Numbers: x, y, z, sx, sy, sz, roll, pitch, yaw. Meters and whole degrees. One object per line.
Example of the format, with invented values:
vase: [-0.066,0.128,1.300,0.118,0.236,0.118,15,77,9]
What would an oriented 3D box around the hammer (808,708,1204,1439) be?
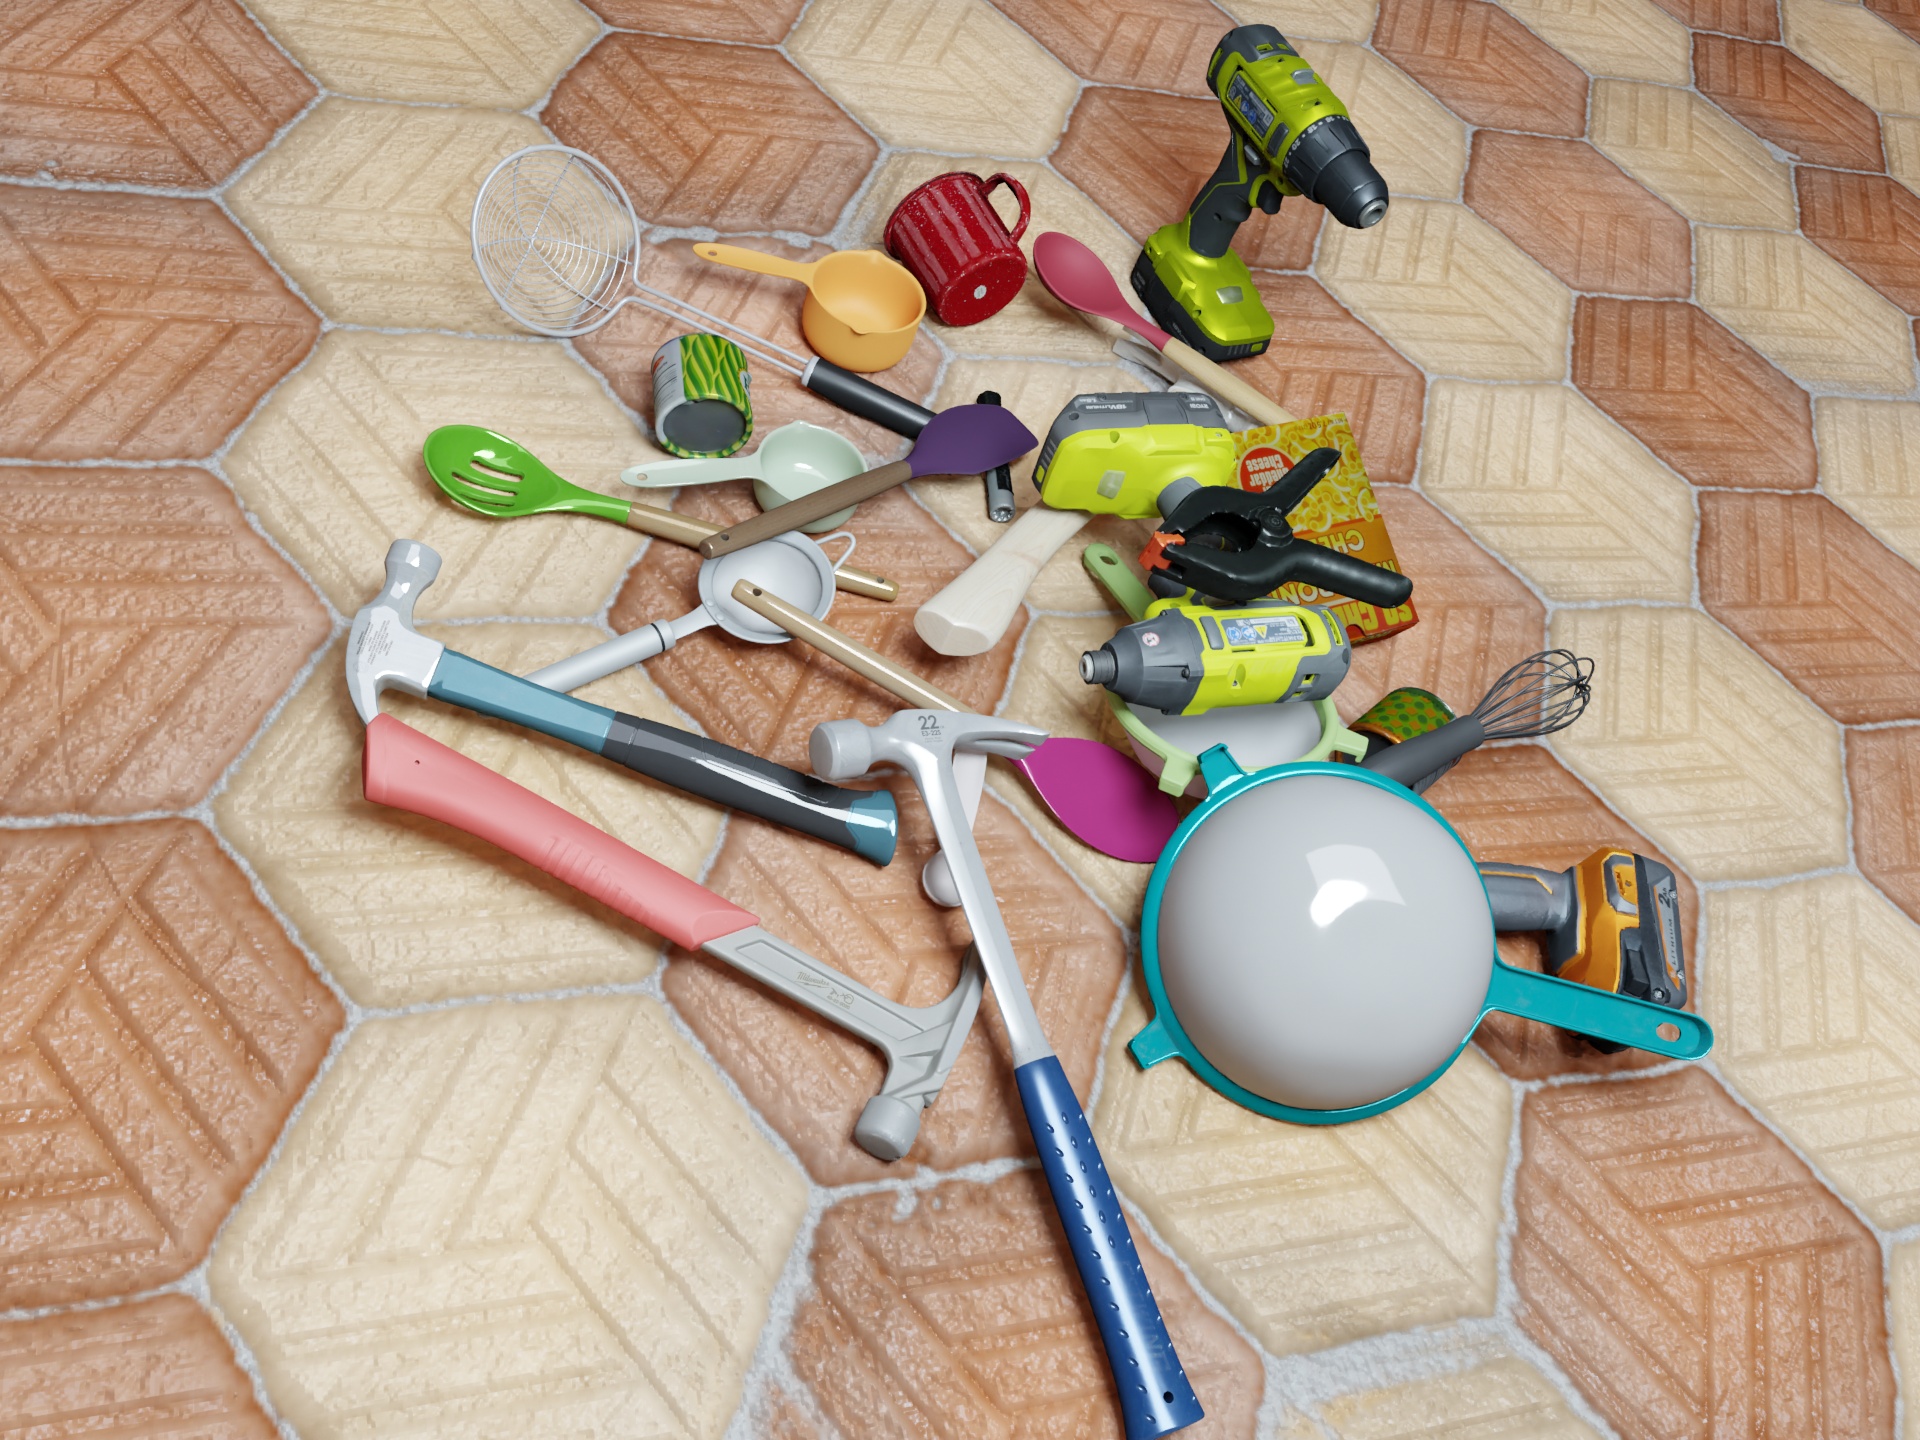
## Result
hammer: [0.042,0.174,0.863,0.144,0.035,0.406,-7,66,-31]

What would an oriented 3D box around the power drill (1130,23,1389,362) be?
power drill: [0.232,-0.392,1.241,0.080,0.228,0.191,-15,62,-28]

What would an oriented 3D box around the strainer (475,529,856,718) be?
strainer: [-0.178,-0.056,0.981,0.258,0.050,0.087,-26,70,-26]

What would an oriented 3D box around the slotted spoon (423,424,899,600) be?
slotted spoon: [-0.191,-0.126,1.035,0.313,0.031,0.070,16,49,-10]

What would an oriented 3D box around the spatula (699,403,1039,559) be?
spatula: [-0.056,-0.162,1.066,0.060,0.018,0.316,46,45,13]

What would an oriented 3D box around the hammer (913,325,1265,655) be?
hammer: [0.084,-0.168,1.131,0.146,0.038,0.411,37,47,10]

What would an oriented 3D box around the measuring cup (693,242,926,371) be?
measuring cup: [-0.115,-0.310,1.178,0.173,0.052,0.095,13,53,-8]

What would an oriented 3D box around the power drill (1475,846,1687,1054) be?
power drill: [0.329,0.133,0.998,0.226,0.084,0.164,16,52,-2]

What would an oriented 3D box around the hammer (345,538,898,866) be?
hammer: [-0.189,0.011,0.917,0.331,0.033,0.128,20,70,-10]

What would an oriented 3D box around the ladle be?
ladle: [0.181,-0.275,1.221,0.315,0.031,0.069,37,51,10]

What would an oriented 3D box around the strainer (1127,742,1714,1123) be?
strainer: [0.274,0.141,0.894,0.340,0.095,0.211,15,83,0]

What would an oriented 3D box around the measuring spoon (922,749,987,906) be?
measuring spoon: [-0.001,0.055,0.962,0.034,0.018,0.124,15,66,-11]

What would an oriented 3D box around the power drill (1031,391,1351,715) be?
power drill: [0.133,-0.105,1.021,0.171,0.080,0.223,-4,56,-20]

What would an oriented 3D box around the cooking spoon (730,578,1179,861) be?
cooking spoon: [-0.002,-0.003,0.993,0.319,0.017,0.069,30,62,-8]

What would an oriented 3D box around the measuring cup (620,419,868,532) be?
measuring cup: [-0.145,-0.157,1.066,0.167,0.038,0.083,-7,58,-21]

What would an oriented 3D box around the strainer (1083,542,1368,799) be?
strainer: [0.141,-0.025,1.065,0.151,0.069,0.257,-9,42,-23]

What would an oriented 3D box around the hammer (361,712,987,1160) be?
hammer: [-0.156,0.091,0.863,0.359,0.036,0.149,30,52,-5]

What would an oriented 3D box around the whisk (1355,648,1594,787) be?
whisk: [0.332,0.006,1.031,0.239,0.055,0.055,-22,65,-29]

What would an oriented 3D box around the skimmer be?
skimmer: [-0.161,-0.278,1.114,0.363,0.090,0.127,24,84,-4]
